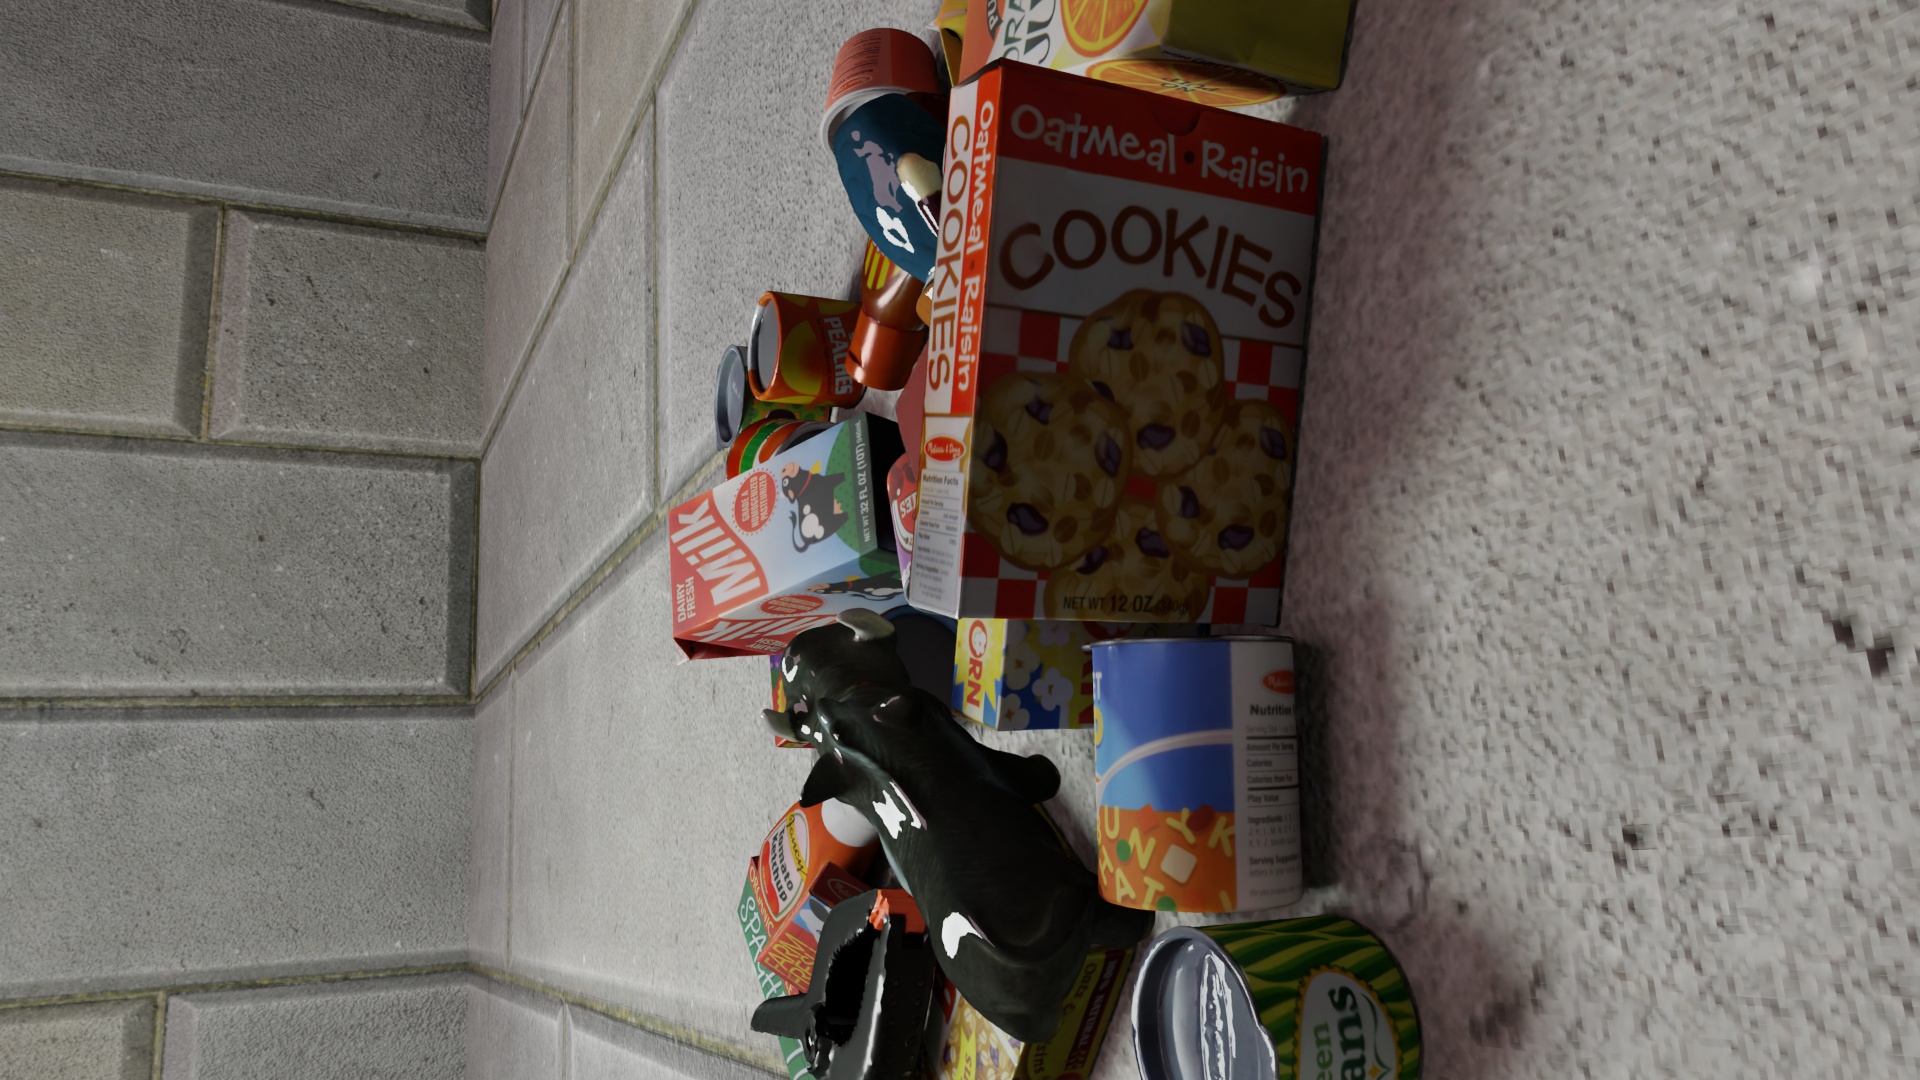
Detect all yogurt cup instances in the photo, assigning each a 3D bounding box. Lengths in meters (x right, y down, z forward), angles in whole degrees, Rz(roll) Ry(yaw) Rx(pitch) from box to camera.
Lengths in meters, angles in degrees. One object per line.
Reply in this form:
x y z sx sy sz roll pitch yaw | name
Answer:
-0.040 -0.232 0.736 0.072 0.072 0.054 134 141 -54 | yogurt cup

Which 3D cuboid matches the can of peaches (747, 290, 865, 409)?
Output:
-0.090 -0.114 0.831 0.071 0.058 0.071 -176 89 -65 | can of peaches

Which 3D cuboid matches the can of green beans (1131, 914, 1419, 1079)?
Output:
0.093 0.148 0.417 0.071 0.058 0.071 -176 89 -65 | can of green beans

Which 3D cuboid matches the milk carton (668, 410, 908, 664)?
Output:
-0.088 0.007 0.715 0.190 0.073 0.072 -22 64 36 | milk carton

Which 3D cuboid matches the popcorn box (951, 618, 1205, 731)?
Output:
0.046 0.004 0.501 0.038 0.085 0.126 11 97 63 | popcorn box

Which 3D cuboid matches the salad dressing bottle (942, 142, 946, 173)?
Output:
0.039 -0.118 0.564 0.043 0.064 0.148 -56 47 44 | salad dressing bottle

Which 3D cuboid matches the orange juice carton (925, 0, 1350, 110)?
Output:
0.057 -0.199 0.519 0.193 0.072 0.073 21 105 63 | orange juice carton

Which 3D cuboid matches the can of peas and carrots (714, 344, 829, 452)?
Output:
-0.122 -0.088 0.893 0.071 0.059 0.071 -177 89 -65 | can of peas and carrots

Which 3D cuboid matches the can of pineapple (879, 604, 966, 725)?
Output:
-0.032 0.069 0.675 0.057 0.071 0.071 -36 55 57 | can of pineapple

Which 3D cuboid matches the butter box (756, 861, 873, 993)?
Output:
-0.071 0.217 0.758 0.024 0.053 0.103 -56 0 -43 | butter box

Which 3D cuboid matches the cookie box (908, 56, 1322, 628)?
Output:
0.052 -0.058 0.452 0.040 0.123 0.167 11 97 63 | cookie box

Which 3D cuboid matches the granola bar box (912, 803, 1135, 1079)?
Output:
0.009 0.201 0.608 0.124 0.039 0.164 -129 48 -55 | granola bar box

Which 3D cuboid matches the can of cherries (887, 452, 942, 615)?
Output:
0.002 -0.008 0.611 0.071 0.071 0.058 129 137 -51 | can of cherries

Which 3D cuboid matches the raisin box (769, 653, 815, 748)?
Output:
-0.072 0.063 0.794 0.123 0.040 0.086 -40 52 55 | raisin box

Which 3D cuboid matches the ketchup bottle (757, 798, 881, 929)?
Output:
-0.072 0.167 0.776 0.148 0.043 0.065 -53 43 49 | ketchup bottle

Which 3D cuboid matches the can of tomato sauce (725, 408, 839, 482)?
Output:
-0.095 -0.041 0.824 0.083 0.071 0.071 13 99 63 | can of tomato sauce

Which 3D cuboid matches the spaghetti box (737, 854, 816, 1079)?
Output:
-0.085 0.282 0.806 0.251 0.029 0.050 54 134 52 | spaghetti box

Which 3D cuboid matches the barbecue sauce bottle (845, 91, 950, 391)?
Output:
-0.023 -0.148 0.712 0.065 0.044 0.147 53 134 41 | barbecue sauce bottle

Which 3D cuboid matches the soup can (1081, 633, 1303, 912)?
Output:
0.074 0.074 0.454 0.071 0.071 0.084 165 106 -63 | soup can
